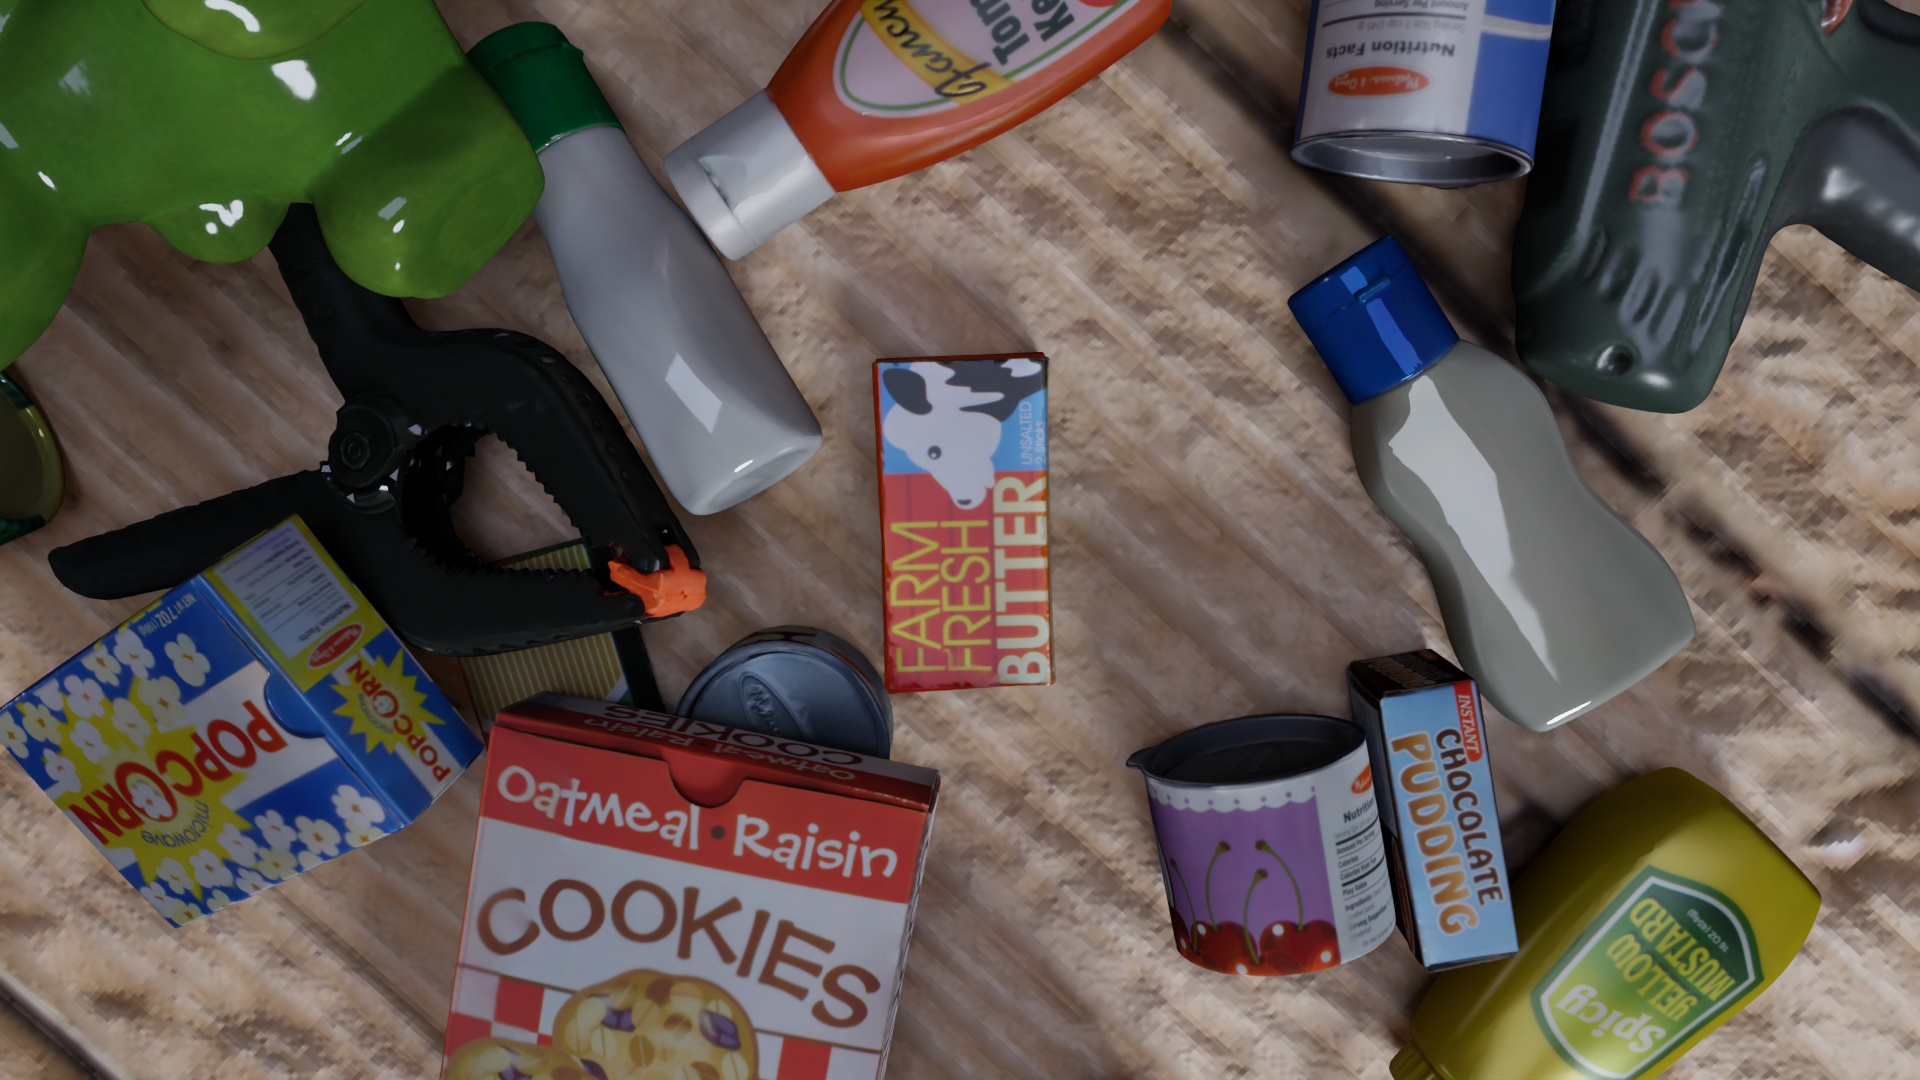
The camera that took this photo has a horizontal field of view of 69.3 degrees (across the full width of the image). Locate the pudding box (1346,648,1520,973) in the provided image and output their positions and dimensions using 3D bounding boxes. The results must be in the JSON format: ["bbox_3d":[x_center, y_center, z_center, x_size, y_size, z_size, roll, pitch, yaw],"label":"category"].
[{"bbox_3d":[0.140,0.079,0.418,0.030,0.050,0.083,-10,94,4],"label":"pudding box"}]

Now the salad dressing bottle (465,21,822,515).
[{"bbox_3d":[-0.096,-0.080,0.406,0.044,0.064,0.147,-32,85,14],"label":"salad dressing bottle"}]

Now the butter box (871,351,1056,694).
[{"bbox_3d":[0.002,-0.005,0.426,0.053,0.024,0.103,-1,95,1],"label":"butter box"}]

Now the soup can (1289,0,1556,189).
[{"bbox_3d":[0.133,-0.147,0.391,0.071,0.071,0.083,7,95,1],"label":"soup can"}]

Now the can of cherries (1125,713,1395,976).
[{"bbox_3d":[0.089,0.089,0.414,0.071,0.071,0.058,-11,96,3],"label":"can of cherries"}]

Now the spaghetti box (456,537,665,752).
[{"bbox_3d":[-0.100,0.123,0.439,0.050,0.029,0.249,-16,94,4],"label":"spaghetti box"}]

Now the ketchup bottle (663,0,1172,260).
[{"bbox_3d":[-0.016,-0.138,0.405,0.149,0.043,0.064,-33,94,5],"label":"ketchup bottle"}]

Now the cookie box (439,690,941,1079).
[{"bbox_3d":[-0.081,0.137,0.401,0.123,0.040,0.167,11,98,2],"label":"cookie box"}]

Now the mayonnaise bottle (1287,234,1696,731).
[{"bbox_3d":[0.152,-0.020,0.414,0.065,0.041,0.148,-33,92,3],"label":"mayonnaise bottle"}]

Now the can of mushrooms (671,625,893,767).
[{"bbox_3d":[-0.056,0.062,0.429,0.071,0.033,0.071,0,96,1],"label":"can of mushrooms"}]

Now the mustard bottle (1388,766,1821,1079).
[{"bbox_3d":[0.181,0.143,0.423,0.065,0.049,0.160,43,95,-1],"label":"mustard bottle"}]

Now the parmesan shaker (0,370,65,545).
[{"bbox_3d":[-0.338,-0.014,0.414,0.103,0.071,0.071,-25,94,3],"label":"parmesan shaker"}]

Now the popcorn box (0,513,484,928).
[{"bbox_3d":[-0.210,0.056,0.399,0.126,0.038,0.085,-25,106,30],"label":"popcorn box"}]
